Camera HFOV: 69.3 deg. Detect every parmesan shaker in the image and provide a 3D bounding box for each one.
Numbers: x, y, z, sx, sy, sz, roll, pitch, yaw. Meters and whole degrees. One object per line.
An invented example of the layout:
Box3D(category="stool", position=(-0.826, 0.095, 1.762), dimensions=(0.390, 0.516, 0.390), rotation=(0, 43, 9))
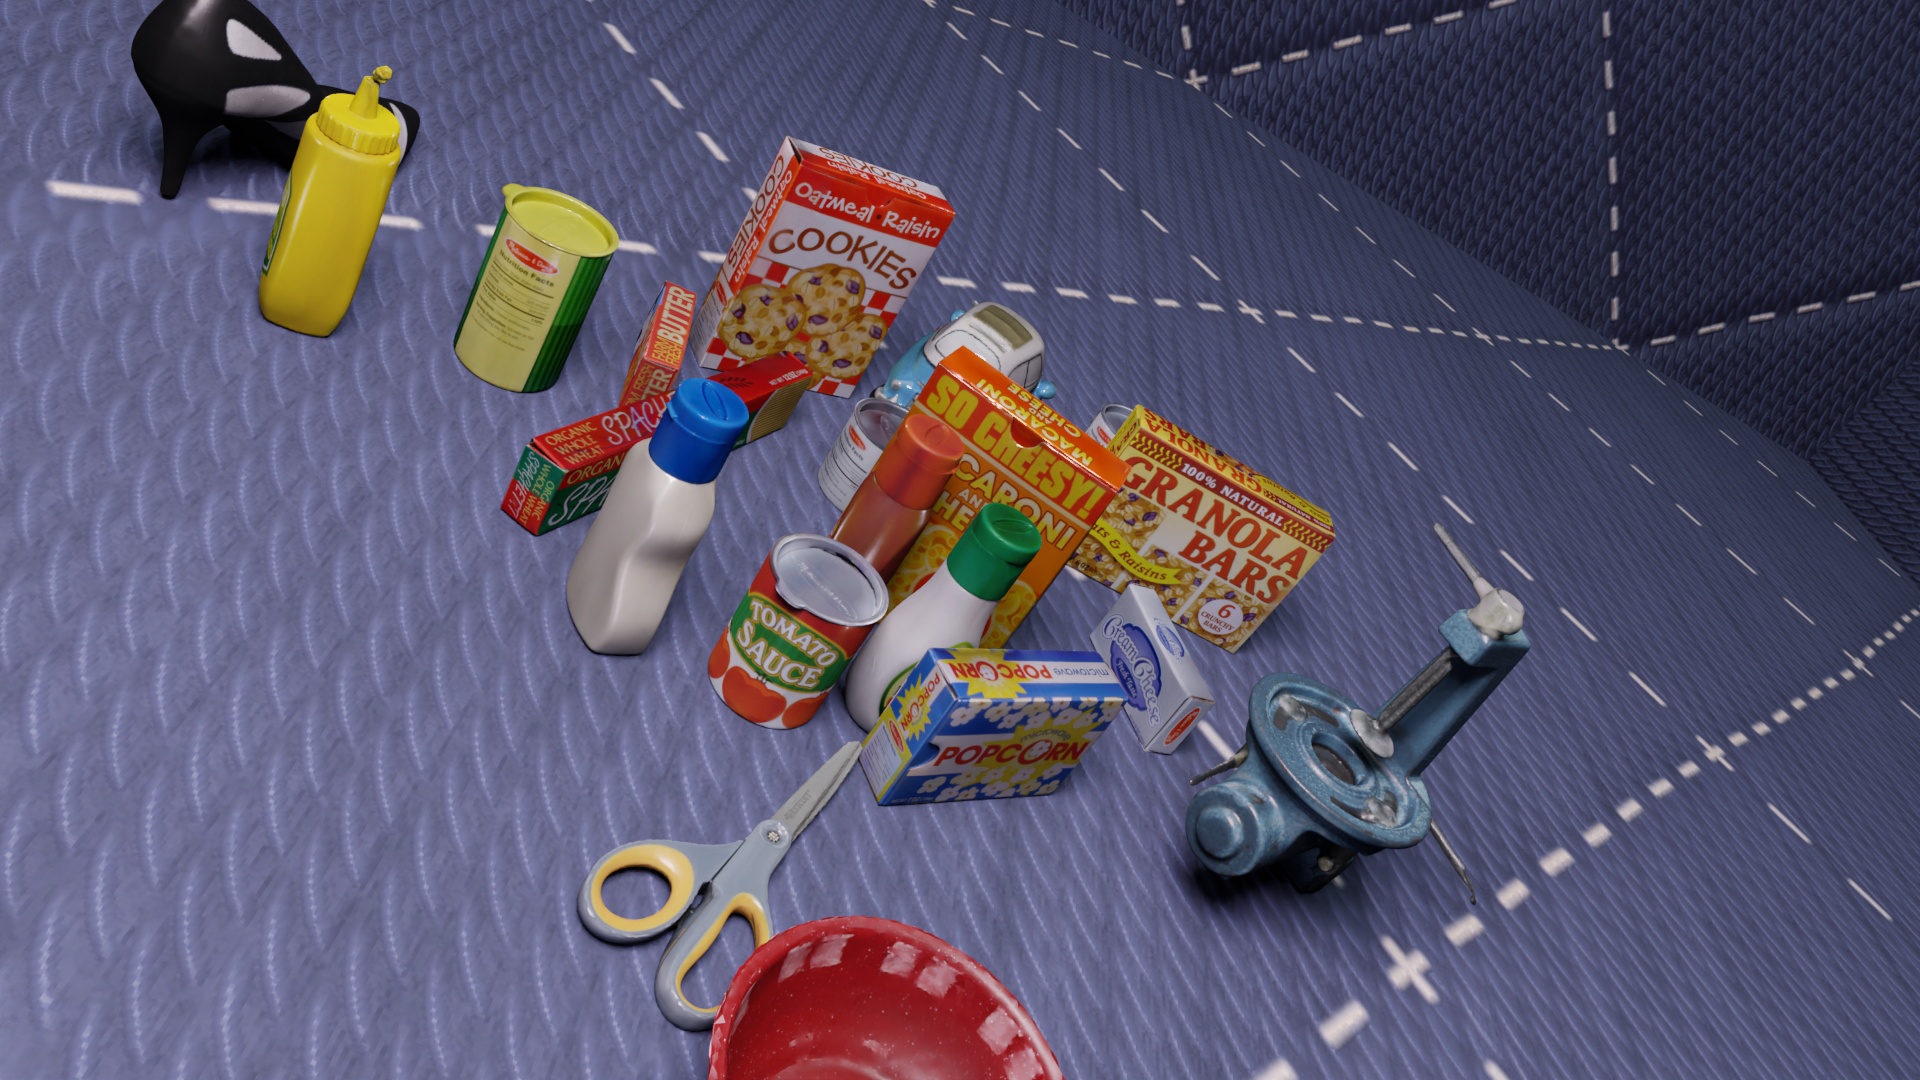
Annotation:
Box3D(category="parmesan shaker", position=(-0.254, -0.149, 0.822), dimensions=(0.071, 0.102, 0.072), rotation=(25, 32, -16))

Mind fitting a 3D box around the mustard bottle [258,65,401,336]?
Box3D(category="mustard bottle", position=(-0.334, -0.187, 0.743), dimensions=(0.049, 0.159, 0.065), rotation=(15, 35, -30))

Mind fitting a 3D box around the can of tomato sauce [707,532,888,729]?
Box3D(category="can of tomato sauce", position=(-0.087, 0.049, 0.724), dimensions=(0.071, 0.082, 0.071), rotation=(25, 32, -16))

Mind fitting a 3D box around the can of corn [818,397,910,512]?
Box3D(category="can of corn", position=(-0.051, -0.051, 0.923), dimensions=(0.071, 0.058, 0.071), rotation=(25, 32, -16))

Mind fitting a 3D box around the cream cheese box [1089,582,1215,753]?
Box3D(category="cream cheese box", position=(0.123, 0.083, 0.906), dimensions=(0.024, 0.053, 0.104), rotation=(13, 36, -32))

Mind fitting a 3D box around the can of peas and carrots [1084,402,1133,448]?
Box3D(category="can of peas and carrots", position=(0.128, -0.068, 1.117), dimensions=(0.071, 0.058, 0.071), rotation=(25, 32, -16))

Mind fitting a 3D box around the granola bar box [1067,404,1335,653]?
Box3D(category="granola bar box", position=(0.164, -0.005, 0.999), dimensions=(0.165, 0.123, 0.039), rotation=(28, 31, -11))

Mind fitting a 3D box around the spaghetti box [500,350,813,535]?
Box3D(category="spaghetti box", position=(-0.173, -0.065, 0.834), dimensions=(0.029, 0.050, 0.251), rotation=(40, 31, 9))

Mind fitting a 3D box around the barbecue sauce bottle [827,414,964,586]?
Box3D(category="barbecue sauce bottle", position=(-0.048, -0.003, 0.769), dimensions=(0.044, 0.147, 0.065), rotation=(36, 30, 2))

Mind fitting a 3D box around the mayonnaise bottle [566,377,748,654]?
Box3D(category="mayonnaise bottle", position=(-0.150, -0.013, 0.686), dimensions=(0.041, 0.147, 0.065), rotation=(7, 40, -38))

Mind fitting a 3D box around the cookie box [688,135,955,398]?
Box3D(category="cookie box", position=(-0.096, -0.182, 0.957), dimensions=(0.123, 0.166, 0.040), rotation=(9, 38, -36))

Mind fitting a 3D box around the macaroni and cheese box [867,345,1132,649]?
Box3D(category="macaroni and cheese box", position=(0.003, -0.010, 0.811), dimensions=(0.124, 0.165, 0.040), rotation=(36, 30, 3))

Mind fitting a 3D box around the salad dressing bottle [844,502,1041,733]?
Box3D(category="salad dressing bottle", position=(-0.010, 0.044, 0.741), dimensions=(0.064, 0.147, 0.044), rotation=(3, 43, -42))

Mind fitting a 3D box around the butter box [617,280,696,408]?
Box3D(category="butter box", position=(-0.194, -0.118, 0.886), dimensions=(0.024, 0.053, 0.104), rotation=(23, 32, -19))

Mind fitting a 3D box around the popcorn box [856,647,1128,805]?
Box3D(category="popcorn box", position=(0.019, 0.100, 0.750), dimensions=(0.127, 0.084, 0.038), rotation=(5, 41, -40))
